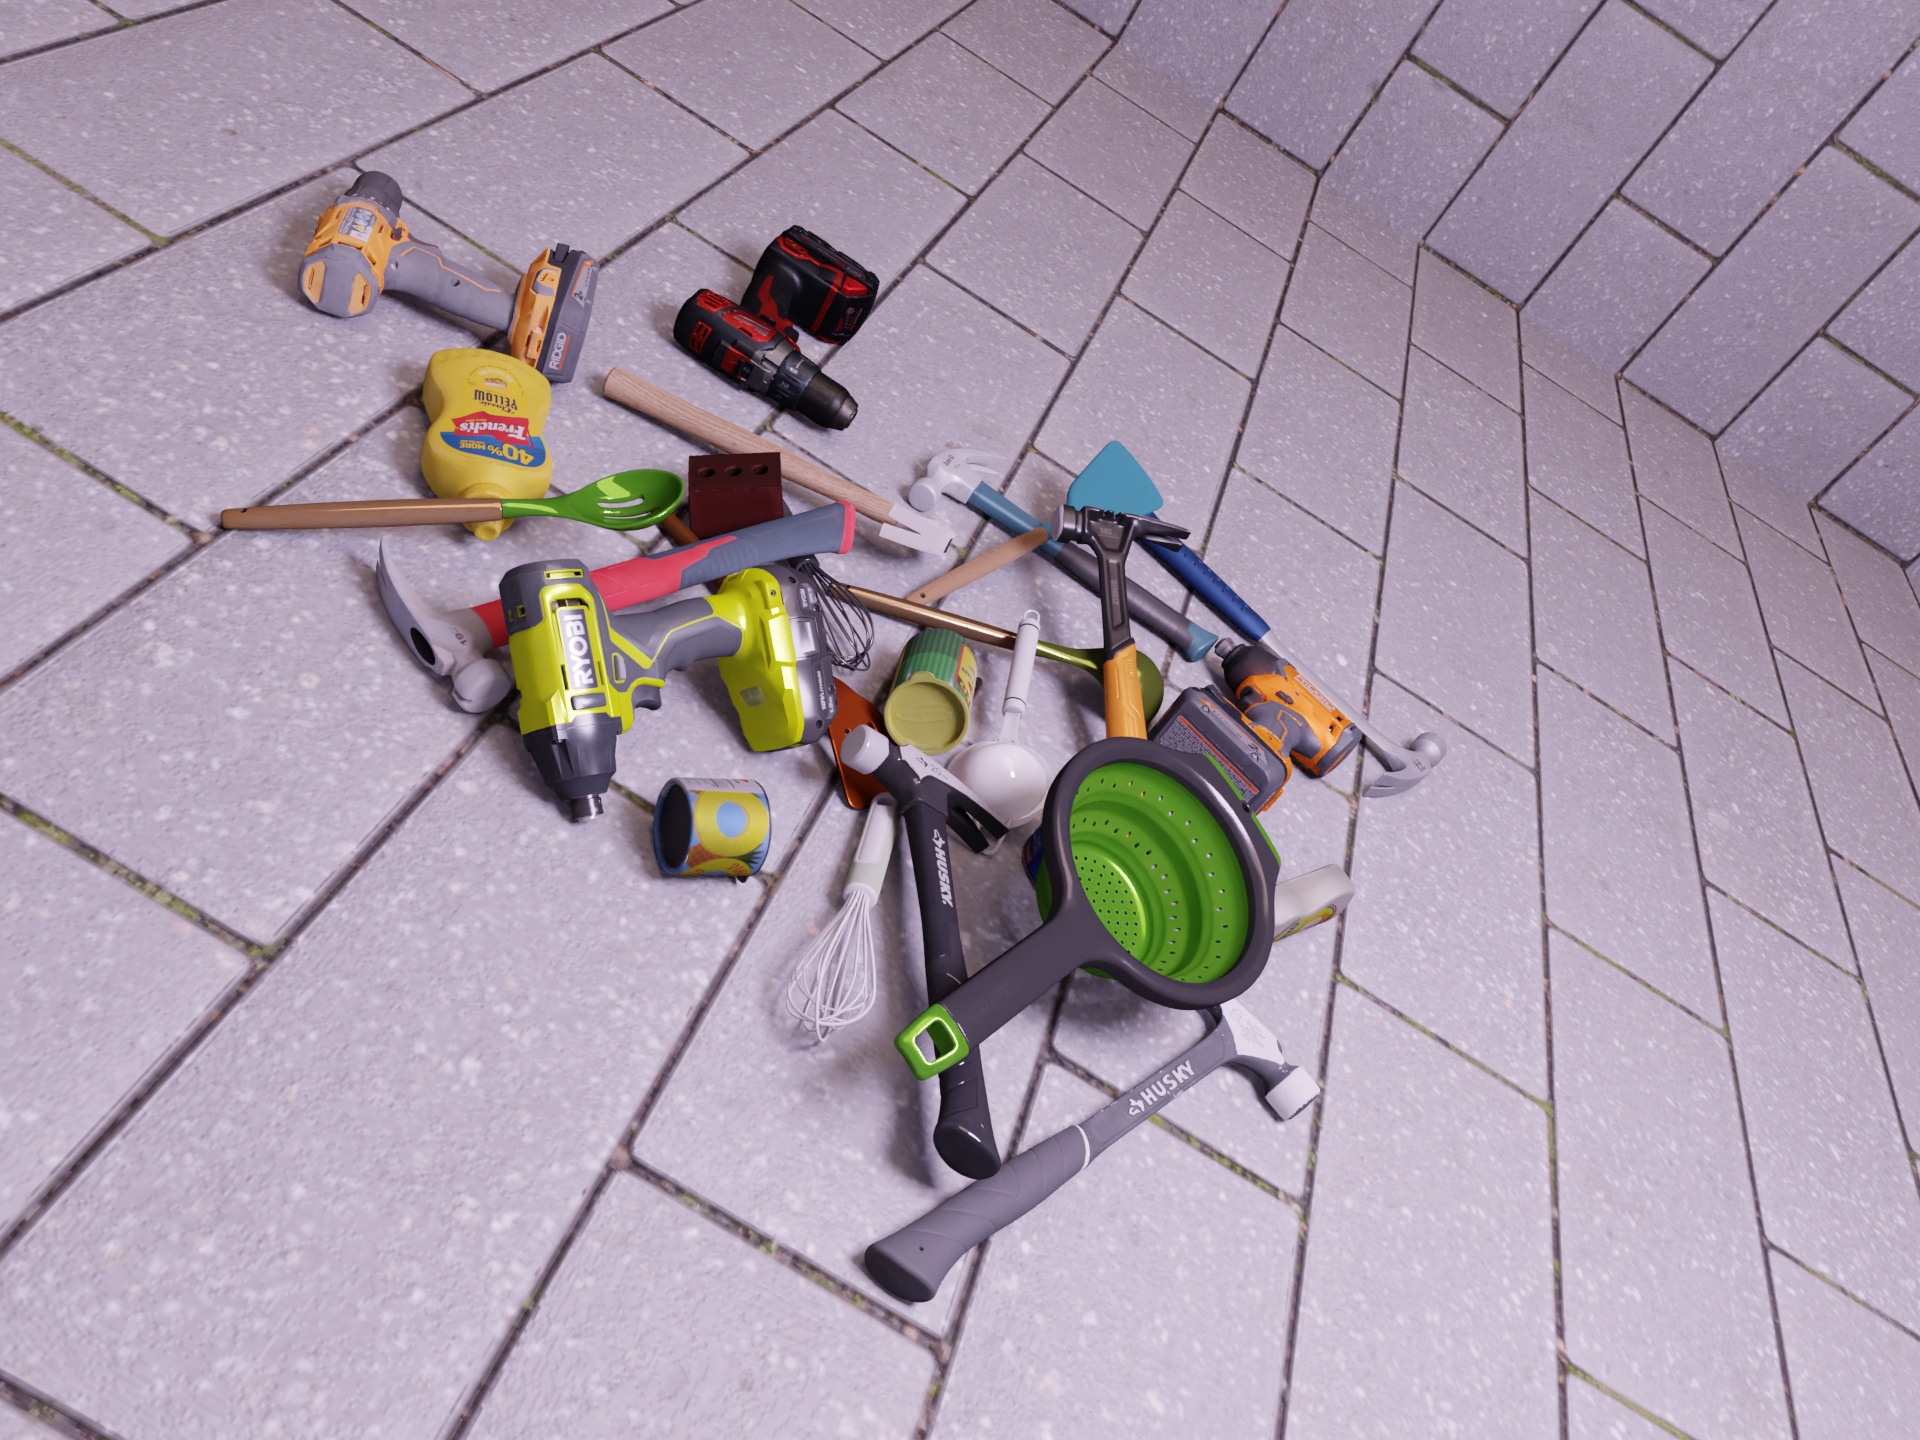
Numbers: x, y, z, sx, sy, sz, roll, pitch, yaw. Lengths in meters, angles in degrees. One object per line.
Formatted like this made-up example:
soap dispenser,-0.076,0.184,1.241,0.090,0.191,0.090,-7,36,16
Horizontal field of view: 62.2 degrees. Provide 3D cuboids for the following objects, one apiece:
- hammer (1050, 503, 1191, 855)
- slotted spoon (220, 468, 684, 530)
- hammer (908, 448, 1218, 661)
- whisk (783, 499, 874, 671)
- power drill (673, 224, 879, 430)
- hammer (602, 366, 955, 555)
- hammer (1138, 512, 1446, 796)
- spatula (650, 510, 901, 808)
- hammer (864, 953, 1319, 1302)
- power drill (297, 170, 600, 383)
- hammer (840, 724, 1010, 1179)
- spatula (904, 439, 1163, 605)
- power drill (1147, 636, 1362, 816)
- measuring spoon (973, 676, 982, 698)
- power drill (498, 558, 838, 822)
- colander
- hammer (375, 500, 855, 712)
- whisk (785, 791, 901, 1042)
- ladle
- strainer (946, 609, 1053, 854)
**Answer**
hammer,0.145,-0.036,1.365,0.127,0.034,0.337,8,60,-14
slotted spoon,-0.353,-0.150,1.129,0.313,0.031,0.070,-5,42,-20
hammer,0.108,-0.158,1.551,0.331,0.033,0.128,34,38,-2
whisk,-0.131,-0.127,1.325,0.055,0.055,0.239,0,45,-38
power drill,-0.156,-0.379,1.556,0.188,0.080,0.227,33,40,-3
hammer,-0.157,-0.226,1.394,0.331,0.031,0.130,25,9,-5
hammer,0.316,-0.078,1.621,0.406,0.035,0.144,44,38,12
spatula,-0.150,-0.060,1.256,0.323,0.041,0.081,46,36,21
hammer,0.087,0.272,1.063,0.409,0.036,0.149,-18,60,-47
power drill,-0.428,-0.385,1.351,0.226,0.084,0.186,14,40,-19
hammer,-0.008,0.154,1.076,0.146,0.035,0.335,33,31,-34
spatula,0.064,-0.171,1.477,0.317,0.044,0.082,-32,84,-38
power drill,0.262,0.000,1.461,0.164,0.084,0.226,46,34,15
measuring spoon,-0.002,-0.004,1.312,0.034,0.018,0.124,-3,25,19
power drill,-0.200,-0.028,1.107,0.223,0.080,0.171,-9,88,-42
colander,0.072,0.149,1.096,0.397,0.094,0.204,-28,83,-45
hammer,-0.238,-0.120,1.200,0.386,0.038,0.143,-24,64,-41
whisk,-0.071,0.126,1.094,0.058,0.059,0.246,3,34,8
ladle,0.034,-0.063,1.393,0.320,0.062,0.078,16,46,-14
strainer,0.041,-0.005,1.292,0.087,0.050,0.259,7,46,6
